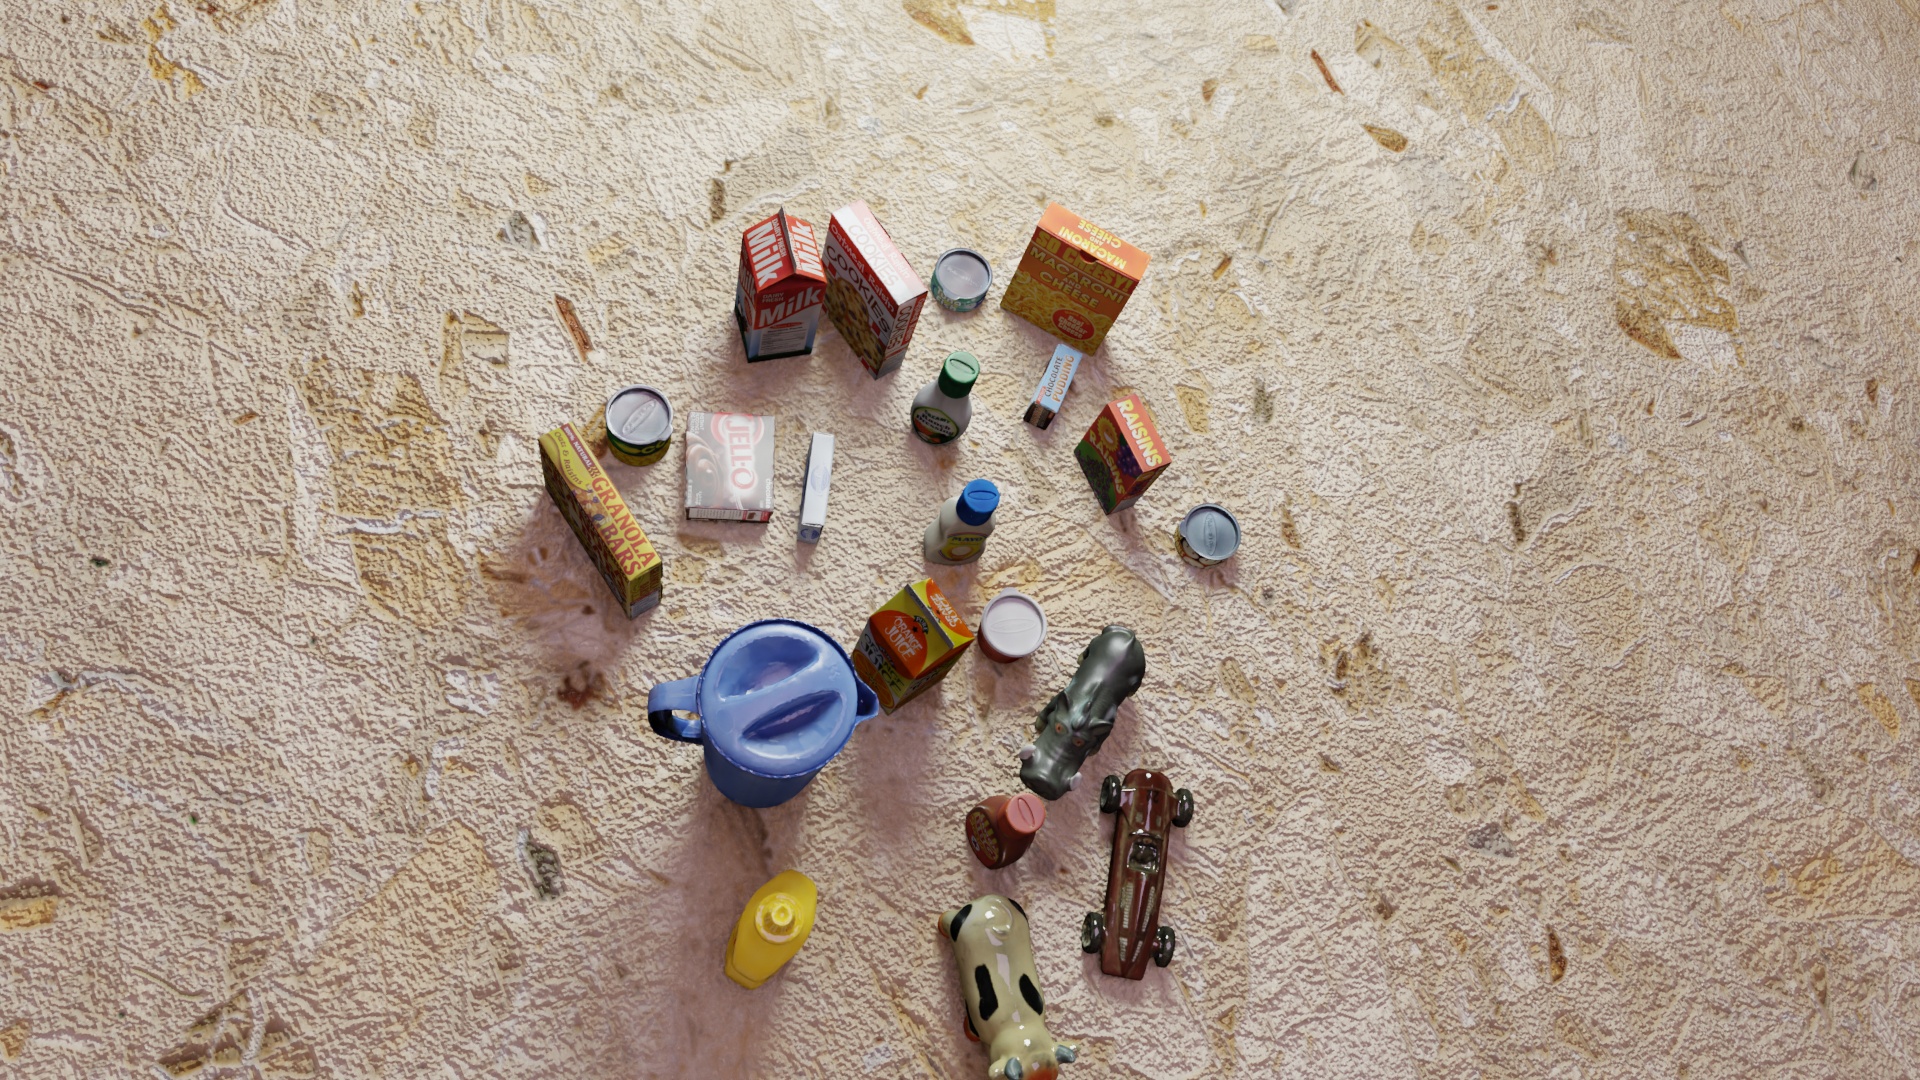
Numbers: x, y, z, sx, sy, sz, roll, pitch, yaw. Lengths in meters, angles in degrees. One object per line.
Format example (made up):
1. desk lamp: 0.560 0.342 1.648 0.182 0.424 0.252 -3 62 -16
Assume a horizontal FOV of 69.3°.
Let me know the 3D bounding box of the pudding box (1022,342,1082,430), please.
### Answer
1. pudding box: 0.101 -0.169 1.527 0.030 0.049 0.084 25 66 -2

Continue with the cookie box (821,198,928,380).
1. cookie box: -0.096 -0.260 1.453 0.040 0.166 0.123 -32 79 -21

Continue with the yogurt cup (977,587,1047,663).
1. yogurt cup: 0.049 0.092 1.411 0.072 0.053 0.072 4 68 -11

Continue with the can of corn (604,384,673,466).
1. can of corn: -0.323 -0.114 1.404 0.071 0.058 0.071 4 69 -11

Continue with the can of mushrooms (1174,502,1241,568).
1. can of mushrooms: 0.266 -0.005 1.509 0.071 0.033 0.071 4 68 -11

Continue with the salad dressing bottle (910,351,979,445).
1. salad dressing bottle: -0.013 -0.147 1.439 0.064 0.147 0.044 28 66 -1

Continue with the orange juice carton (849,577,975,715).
1. orange juice carton: -0.045 0.097 1.312 0.073 0.192 0.072 -32 79 -22

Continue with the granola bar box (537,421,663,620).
1. granola bar box: -0.342 -0.017 1.326 0.039 0.123 0.166 -31 79 -21

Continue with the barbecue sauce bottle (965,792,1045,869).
1. barbecue sauce bottle: 0.043 0.265 1.291 0.044 0.148 0.065 -20 75 -19

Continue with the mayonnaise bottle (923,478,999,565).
1. mayonnaise bottle: 0.005 -0.017 1.392 0.065 0.147 0.041 1 70 -12

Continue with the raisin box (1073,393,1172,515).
1. raisin box: 0.171 -0.090 1.472 0.040 0.123 0.086 -20 75 -19

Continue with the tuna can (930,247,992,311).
1. tuna can: 0.000 -0.291 1.560 0.071 0.032 0.071 4 68 -11

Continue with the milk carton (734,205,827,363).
1. milk carton: -0.184 -0.261 1.421 0.073 0.189 0.072 -11 72 -16

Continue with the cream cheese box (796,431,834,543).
1. cream cheese box: -0.148 -0.053 1.423 0.024 0.053 0.104 8 68 -10

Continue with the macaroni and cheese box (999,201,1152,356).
1. macaroni and cheese box: 0.122 -0.280 1.511 0.124 0.165 0.040 29 66 -1
